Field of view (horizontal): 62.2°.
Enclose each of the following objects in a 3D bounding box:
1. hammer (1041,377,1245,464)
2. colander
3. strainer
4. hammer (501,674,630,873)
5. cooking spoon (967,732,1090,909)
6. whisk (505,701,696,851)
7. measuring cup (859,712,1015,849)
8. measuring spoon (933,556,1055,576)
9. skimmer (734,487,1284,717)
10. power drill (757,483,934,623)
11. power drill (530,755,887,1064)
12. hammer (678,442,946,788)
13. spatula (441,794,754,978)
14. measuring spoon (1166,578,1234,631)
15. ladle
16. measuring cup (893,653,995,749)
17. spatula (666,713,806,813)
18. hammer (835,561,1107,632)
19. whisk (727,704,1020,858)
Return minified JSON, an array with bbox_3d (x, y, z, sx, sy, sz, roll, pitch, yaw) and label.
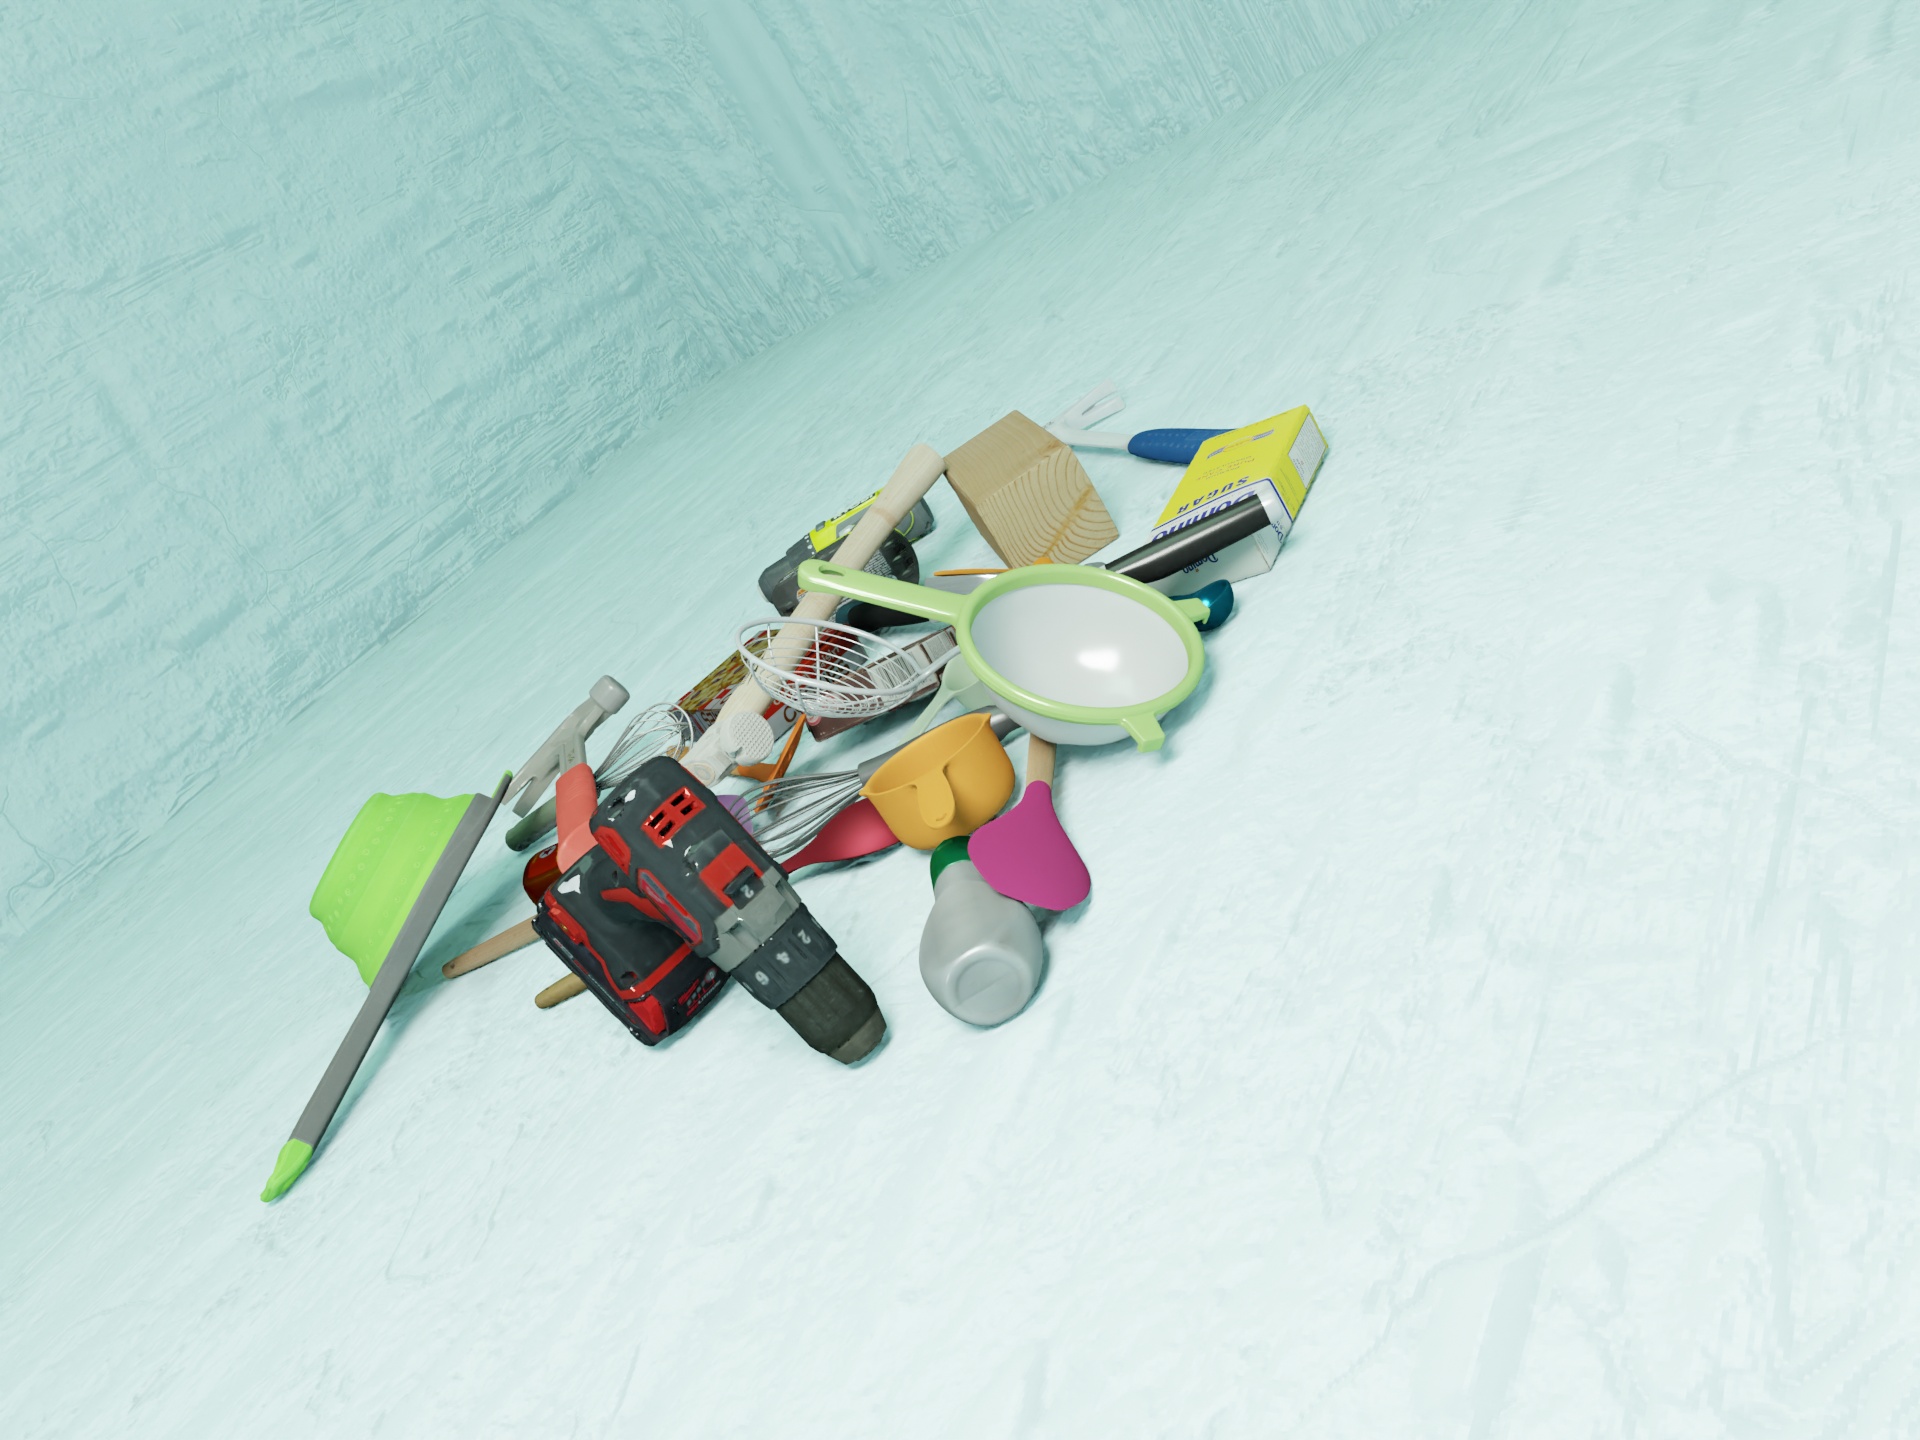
[{"bbox_3d":[0.159,-0.252,1.419,0.144,0.035,0.406,-37,21,-9],"label":"hammer"},{"bbox_3d":[-0.466,0.177,1.214,0.204,0.094,0.397,-51,17,38],"label":"colander"},{"bbox_3d":[0.019,-0.041,0.980,0.256,0.069,0.152,15,40,11],"label":"strainer"},{"bbox_3d":[-0.310,0.062,1.253,0.149,0.036,0.359,-49,20,1],"label":"hammer"},{"bbox_3d":[0.047,0.031,0.944,0.319,0.068,0.017,-77,5,-68],"label":"cooking spoon"},{"bbox_3d":[-0.320,0.056,1.396,0.246,0.059,0.057,-32,-12,29],"label":"whisk"},{"bbox_3d":[-0.006,0.051,0.942,0.095,0.052,0.174,-31,16,4],"label":"measuring cup"},{"bbox_3d":[0.027,-0.119,1.236,0.117,0.011,0.021,-7,2,-36],"label":"measuring spoon"},{"bbox_3d":[0.029,-0.094,1.052,0.363,0.090,0.127,-24,18,10],"label":"skimmer"},{"bbox_3d":[-0.118,-0.148,1.536,0.190,0.080,0.229,-30,18,9],"label":"power drill"},{"bbox_3d":[-0.142,0.123,0.885,0.080,0.188,0.226,-45,5,-29],"label":"power drill"},{"bbox_3d":[-0.119,-0.092,1.283,0.146,0.038,0.411,-24,26,44],"label":"hammer"},{"bbox_3d":[-0.280,0.133,1.207,0.316,0.018,0.060,-27,64,23],"label":"spatula"},{"bbox_3d":[0.147,-0.071,1.071,0.042,0.021,0.129,-44,14,-15],"label":"measuring spoon"},{"bbox_3d":[-0.162,0.124,1.067,0.315,0.031,0.069,-29,15,16],"label":"ladle"},{"bbox_3d":[-0.002,-0.004,1.116,0.167,0.038,0.083,-51,24,-2],"label":"measuring cup"},{"bbox_3d":[-0.189,0.031,1.287,0.323,0.041,0.081,5,67,61],"label":"spatula"},{"bbox_3d":[-0.018,-0.094,1.284,0.128,0.033,0.331,-8,3,-27],"label":"hammer"},{"bbox_3d":[-0.062,0.040,1.080,0.239,0.055,0.055,-24,22,15],"label":"whisk"}]
